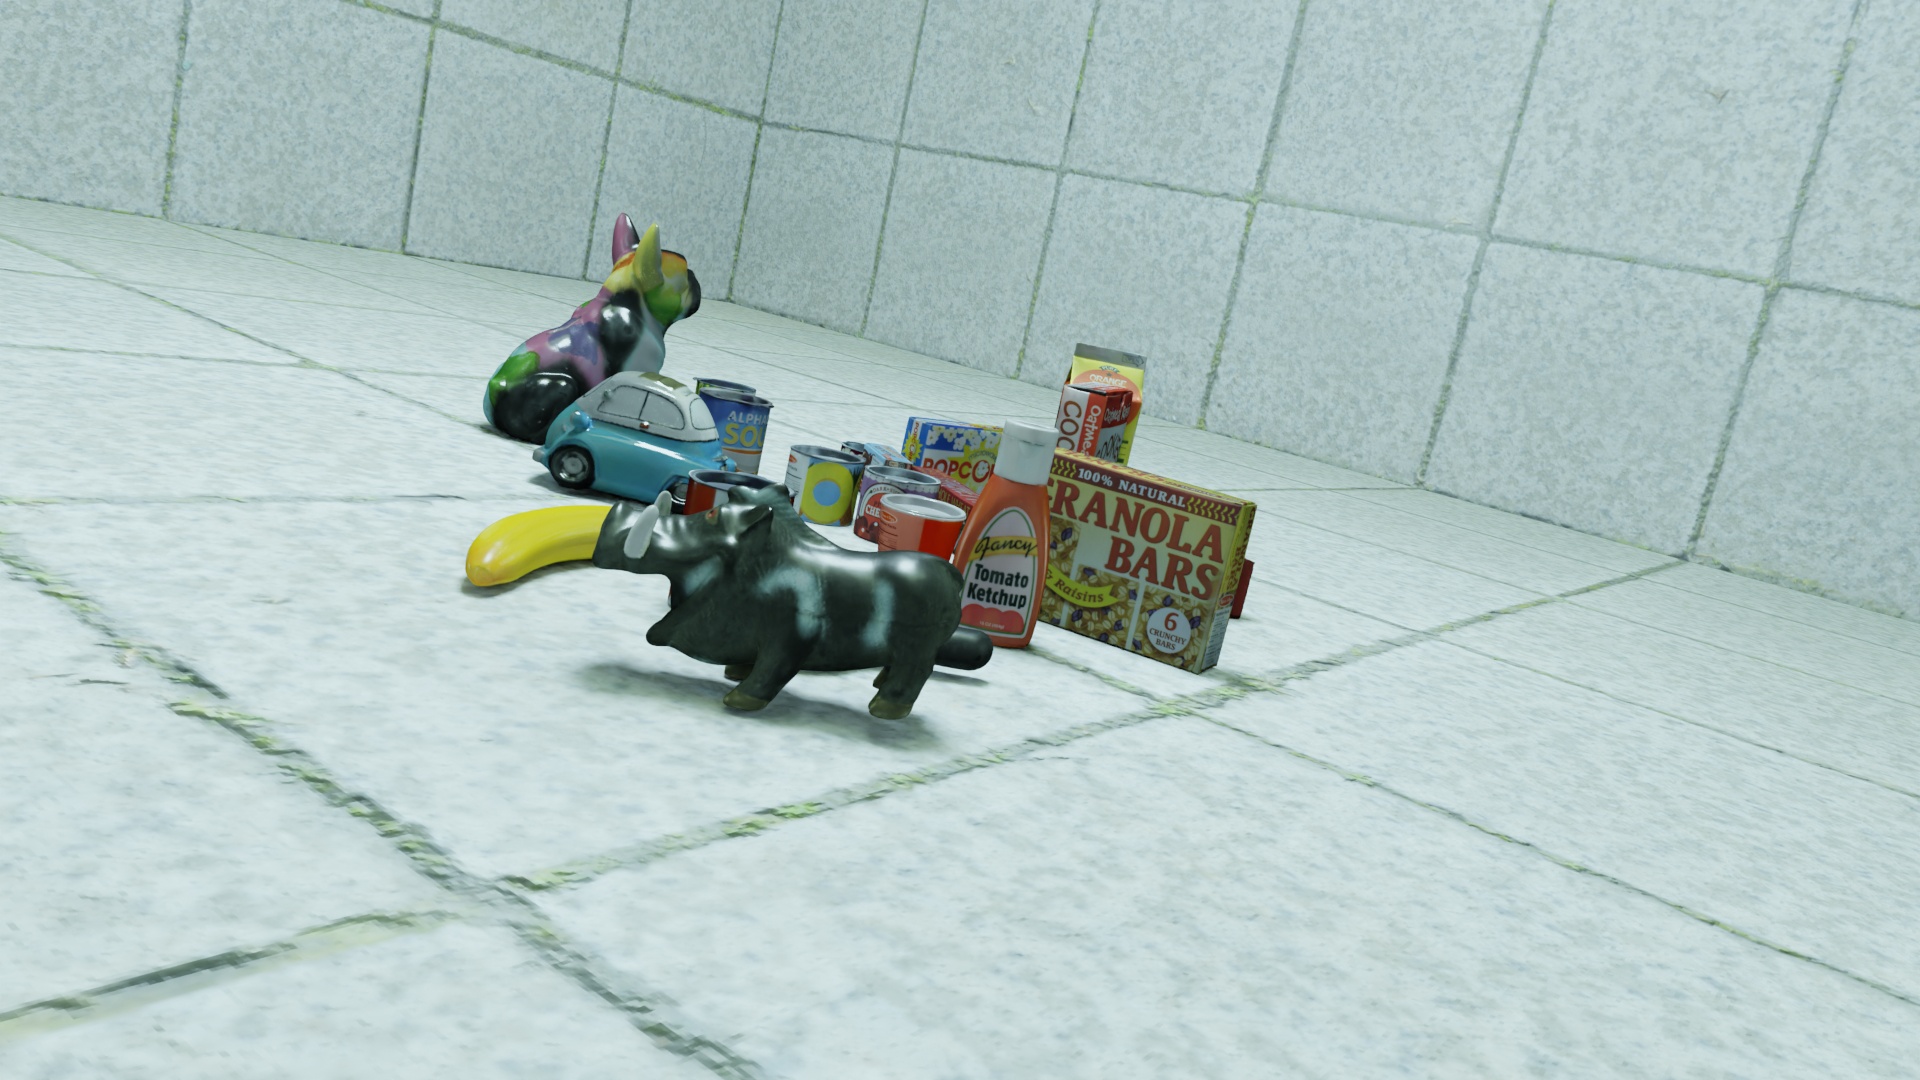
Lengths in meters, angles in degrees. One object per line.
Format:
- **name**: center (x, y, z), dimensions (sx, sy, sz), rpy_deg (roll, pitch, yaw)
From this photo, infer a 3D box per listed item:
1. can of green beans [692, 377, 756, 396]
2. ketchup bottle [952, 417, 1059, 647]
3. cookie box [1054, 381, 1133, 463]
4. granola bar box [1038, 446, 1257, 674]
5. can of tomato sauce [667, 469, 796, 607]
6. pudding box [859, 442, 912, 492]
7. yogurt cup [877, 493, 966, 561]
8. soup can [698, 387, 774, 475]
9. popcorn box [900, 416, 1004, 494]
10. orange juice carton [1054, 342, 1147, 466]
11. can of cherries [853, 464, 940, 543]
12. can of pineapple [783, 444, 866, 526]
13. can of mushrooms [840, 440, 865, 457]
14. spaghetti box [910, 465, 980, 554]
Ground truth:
- **can of green beans**: center (-0.264, -0.145, 1.540), dimensions (0.071, 0.057, 0.071), rpy_deg (12, 11, -2)
- **ketchup bottle**: center (0.032, -0.006, 0.925), dimensions (0.065, 0.148, 0.043), rpy_deg (11, 10, -5)
- **cookie box**: center (0.100, -0.048, 1.162), dimensions (0.040, 0.167, 0.123), rpy_deg (15, 11, 14)
- **granola bar box**: center (0.116, 0.011, 1.000), dimensions (0.166, 0.124, 0.039), rpy_deg (18, 12, 26)
- **can of tomato sauce**: center (-0.142, 0.003, 0.860), dimensions (0.071, 0.083, 0.071), rpy_deg (12, 11, -2)
- **pudding box**: center (-0.075, -0.064, 1.357), dimensions (0.030, 0.049, 0.084), rpy_deg (9, 11, -20)
- **yogurt cup**: center (-0.034, -0.002, 1.084), dimensions (0.072, 0.053, 0.072), rpy_deg (12, 11, -2)
- **soup can**: center (-0.208, -0.090, 1.255), dimensions (0.071, 0.083, 0.071), rpy_deg (12, 11, -2)
- **popcorn box**: center (-0.004, -0.076, 1.407), dimensions (0.127, 0.085, 0.038), rpy_deg (2, 14, -42)
- **orange juice carton**: center (0.125, -0.091, 1.340), dimensions (0.072, 0.192, 0.073), rpy_deg (12, 10, -2)
- **can of cherries**: center (-0.056, -0.029, 1.180), dimensions (0.071, 0.058, 0.071), rpy_deg (12, 11, -2)
- **can of pineapple**: center (-0.119, -0.048, 1.210), dimensions (0.071, 0.057, 0.071), rpy_deg (12, 11, -2)
- **can of mushrooms**: center (-0.098, -0.082, 1.466), dimensions (0.071, 0.033, 0.071), rpy_deg (12, 11, -2)
- **spaghetti box**: center (0.004, -0.015, 1.200), dimensions (0.029, 0.050, 0.250), rpy_deg (8, 12, -23)
